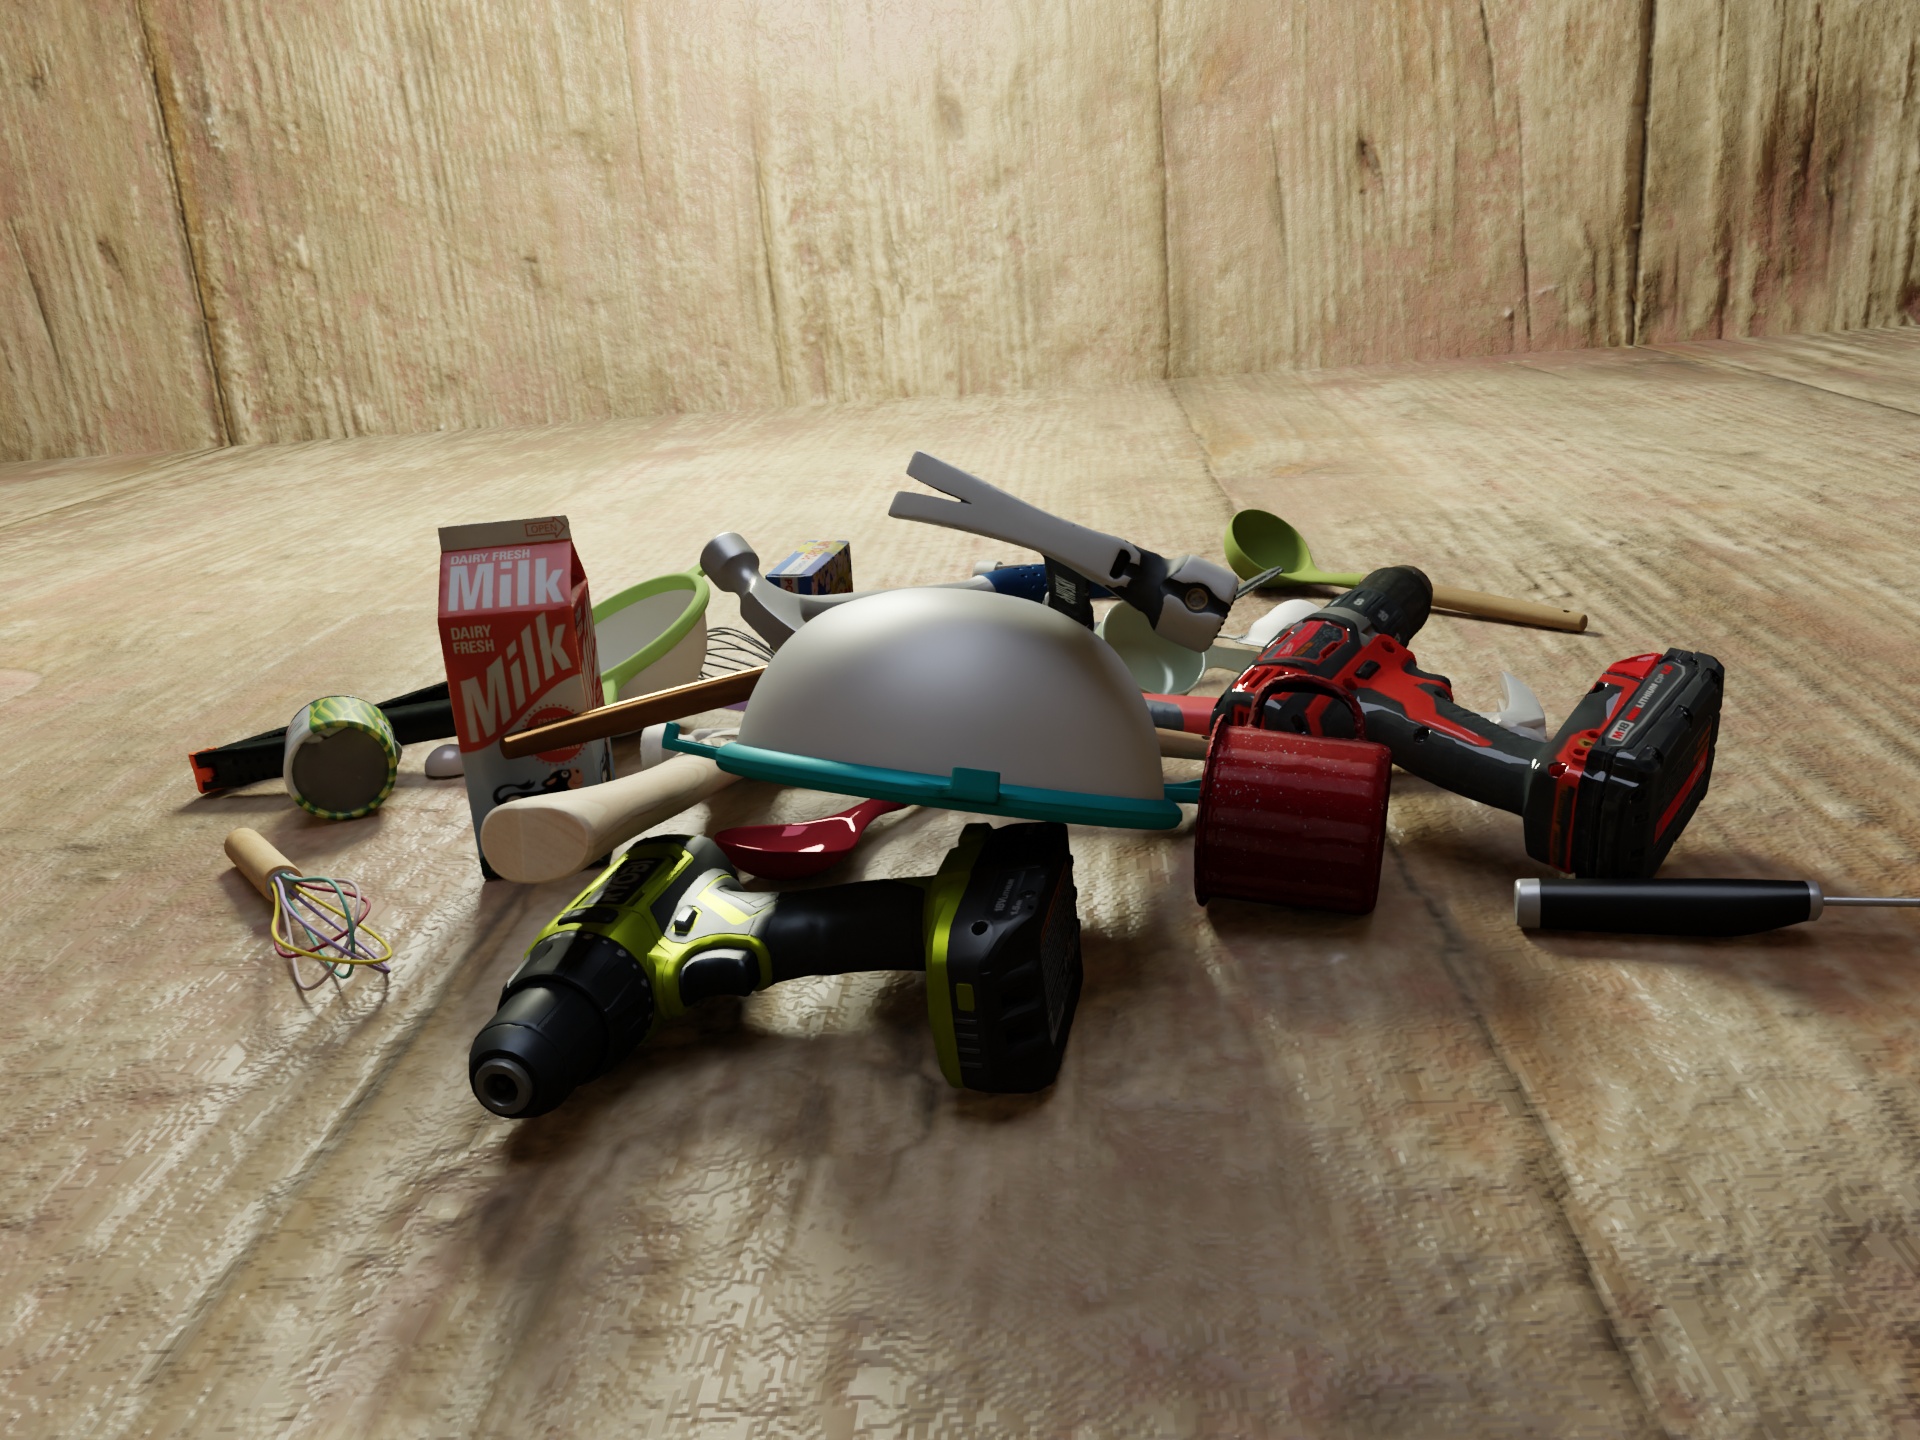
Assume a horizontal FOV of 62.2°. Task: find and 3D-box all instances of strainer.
[{"bbox_3d":[-0.222,-0.010,1.058,0.151,0.069,0.257,-25,28,8],"label":"strainer"},{"bbox_3d":[0.182,-0.064,1.168,0.258,0.050,0.087,3,4,32],"label":"strainer"},{"bbox_3d":[0.042,-0.006,0.766,0.211,0.095,0.340,7,1,41],"label":"strainer"}]

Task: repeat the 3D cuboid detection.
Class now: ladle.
[{"bbox_3d":[0.344,-0.117,1.264,0.078,0.062,0.320,-23,28,-38],"label":"ladle"},{"bbox_3d":[-0.022,0.036,0.931,0.069,0.031,0.315,11,22,35],"label":"ladle"}]

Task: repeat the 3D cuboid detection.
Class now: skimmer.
[{"bbox_3d":[0.427,0.048,0.678,0.363,0.090,0.127,-2,-14,16],"label":"skimmer"}]

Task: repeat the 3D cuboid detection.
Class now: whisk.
[{"bbox_3d":[-0.351,0.089,0.827,0.047,0.051,0.245,-23,22,-31],"label":"whisk"},{"bbox_3d":[-0.111,-0.025,1.117,0.239,0.055,0.055,15,26,34],"label":"whisk"}]

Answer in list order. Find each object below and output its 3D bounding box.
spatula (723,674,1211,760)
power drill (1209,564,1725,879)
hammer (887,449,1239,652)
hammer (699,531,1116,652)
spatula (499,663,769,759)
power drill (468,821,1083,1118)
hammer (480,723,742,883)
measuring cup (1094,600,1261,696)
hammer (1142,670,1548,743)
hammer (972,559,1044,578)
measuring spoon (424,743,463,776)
[{"bbox_3d":[-0.001,-0.003,0.922,0.316,0.018,0.060,7,27,15],"label":"spatula"},{"bbox_3d":[0.267,-0.012,0.826,0.227,0.080,0.188,18,42,36],"label":"power drill"},{"bbox_3d":[0.052,-0.063,0.842,0.149,0.036,0.409,24,-1,4],"label":"hammer"},{"bbox_3d":[0.013,-0.088,1.132,0.405,0.035,0.144,-11,50,-46],"label":"hammer"},{"bbox_3d":[-0.100,-0.016,0.897,0.322,0.041,0.081,-16,24,-31],"label":"spatula"},{"bbox_3d":[-0.073,0.103,0.659,0.228,0.080,0.190,-3,17,13],"label":"power drill"},{"bbox_3d":[-0.134,0.031,0.804,0.146,0.038,0.410,-3,4,3],"label":"hammer"},{"bbox_3d":[0.163,-0.034,1.075,0.167,0.083,0.038,8,-32,-21],"label":"measuring cup"},{"bbox_3d":[0.146,-0.006,0.960,0.386,0.038,0.143,4,18,12],"label":"hammer"},{"bbox_3d":[0.012,-0.089,1.233,0.149,0.036,0.359,4,13,26],"label":"hammer"},{"bbox_3d":[-0.308,0.012,1.085,0.034,0.018,0.124,12,24,42],"label":"measuring spoon"}]
